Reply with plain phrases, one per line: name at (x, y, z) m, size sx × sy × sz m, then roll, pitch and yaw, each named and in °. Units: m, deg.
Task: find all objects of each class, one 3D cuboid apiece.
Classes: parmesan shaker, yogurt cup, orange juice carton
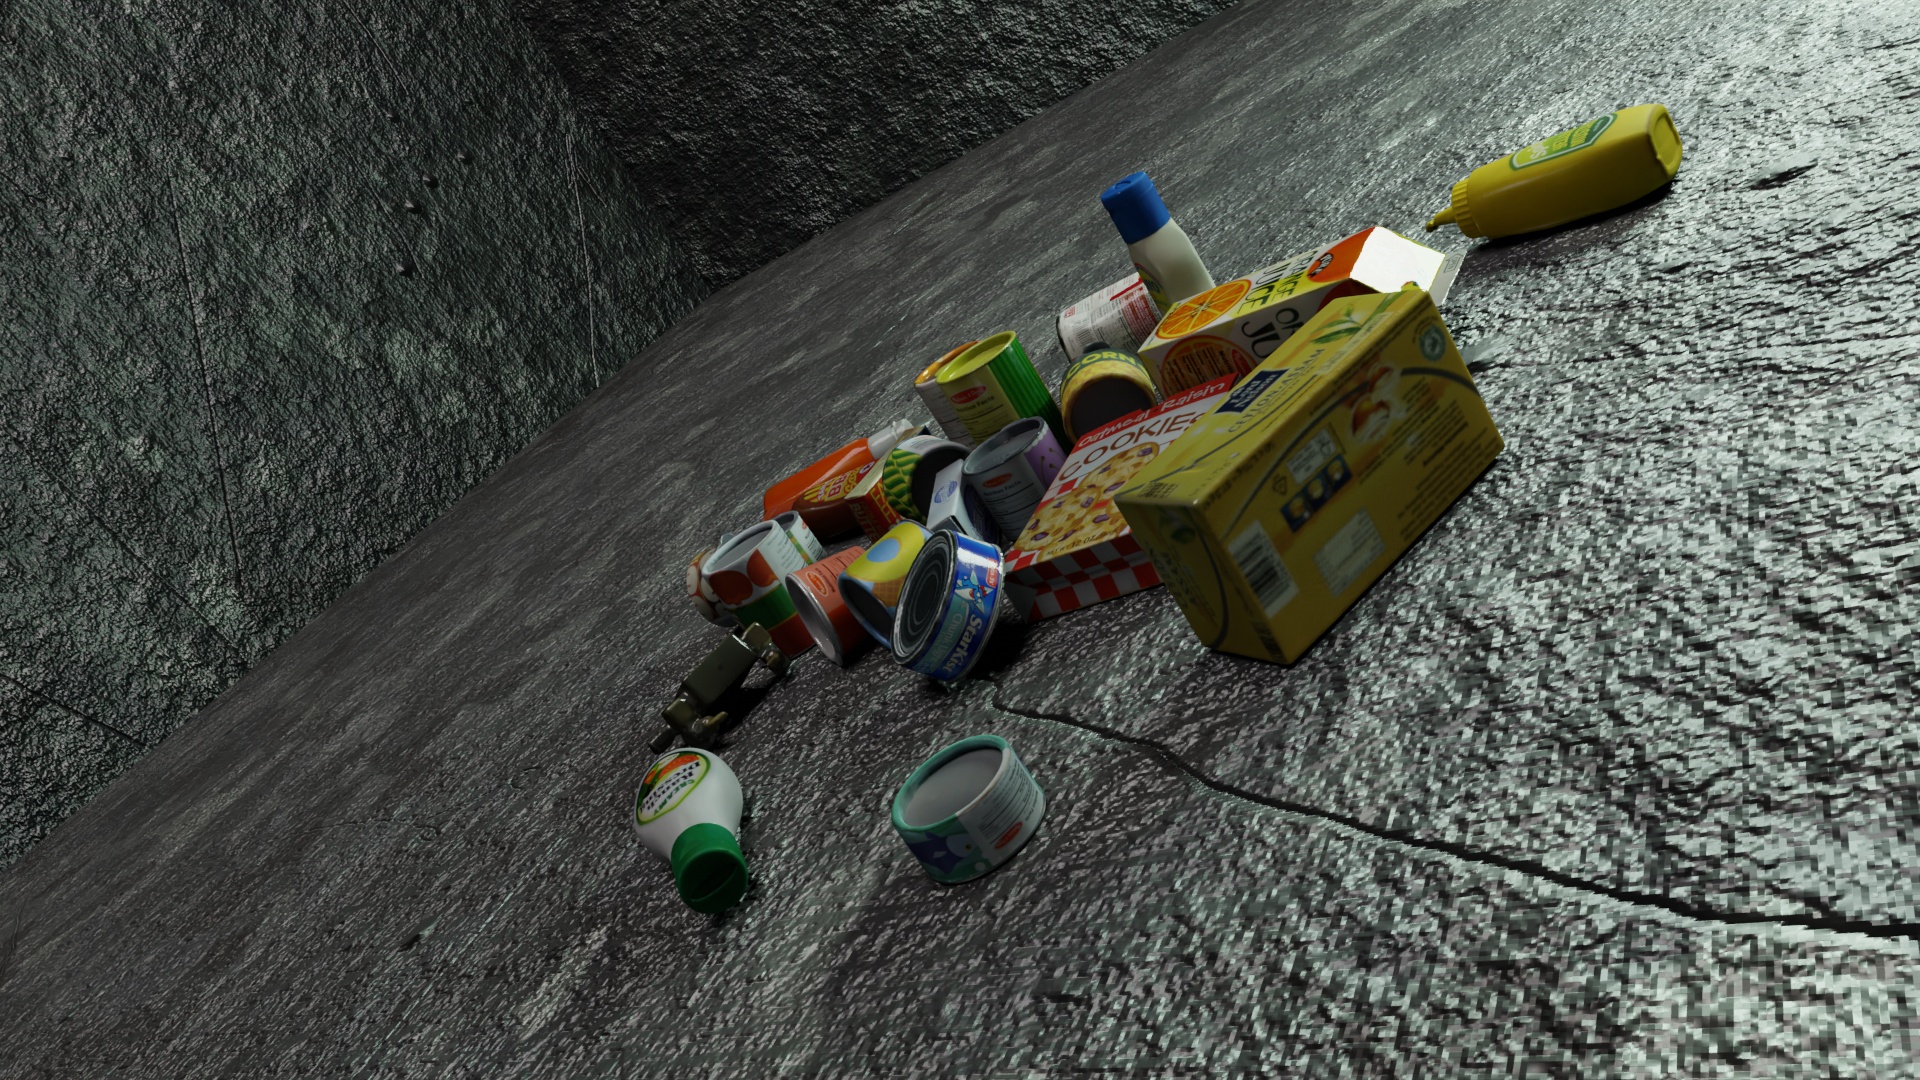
parmesan shaker at (0.035, -0.090, 1.003) m, size 0.071 × 0.103 × 0.071 m, roll -29°, pitch 19°, yaw 11°
yogurt cup at (-0.079, 0.040, 0.934) m, size 0.054 × 0.072 × 0.072 m, roll -31°, pitch 17°, yaw -17°
orange juice carton at (0.215, -0.132, 0.860) m, size 0.192 × 0.073 × 0.072 m, roll -16°, pitch 25°, yaw 41°

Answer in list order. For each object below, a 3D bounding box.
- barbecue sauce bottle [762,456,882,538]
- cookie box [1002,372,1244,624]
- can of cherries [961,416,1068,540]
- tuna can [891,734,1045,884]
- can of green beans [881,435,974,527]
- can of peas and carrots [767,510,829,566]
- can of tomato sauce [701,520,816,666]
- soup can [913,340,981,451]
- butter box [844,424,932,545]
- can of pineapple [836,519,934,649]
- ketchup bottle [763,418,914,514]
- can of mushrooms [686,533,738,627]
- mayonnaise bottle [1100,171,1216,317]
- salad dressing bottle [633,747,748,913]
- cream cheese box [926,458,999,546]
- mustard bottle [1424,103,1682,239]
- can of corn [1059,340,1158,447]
barbecue sauce bottle at (-0.104, -0.029, 1.174) m, size 0.148 × 0.043 × 0.065 m, roll -20°, pitch 24°, yaw 36°
cookie box at (0.105, -0.029, 0.834) m, size 0.122 × 0.040 × 0.168 m, roll -20°, pitch 23°, yaw 36°
can of cherries at (0.045, -0.043, 0.943) m, size 0.071 × 0.058 × 0.072 m, roll -31°, pitch 18°, yaw 12°
tuna can at (0.001, 0.123, 0.643) m, size 0.071 × 0.032 × 0.071 m, roll -29°, pitch 19°, yaw 11°
can of green beans at (-0.018, -0.043, 1.032) m, size 0.071 × 0.071 × 0.058 m, roll -38°, pitch 20°, yaw -12°
can of peas and carrots at (-0.140, 0.020, 1.086) m, size 0.071 × 0.058 × 0.071 m, roll -30°, pitch 19°, yaw 12°
can of tomato sauce at (-0.138, 0.038, 1.002) m, size 0.071 × 0.083 × 0.071 m, roll -29°, pitch 19°, yaw 11°
soup can at (0.012, -0.110, 1.120) m, size 0.071 × 0.083 × 0.071 m, roll -30°, pitch 18°, yaw 11°
butter box at (-0.047, -0.042, 1.096) m, size 0.024 × 0.053 × 0.104 m, roll -14°, pitch 28°, yaw 40°
can of pineapple at (-0.035, 0.030, 0.882) m, size 0.058 × 0.071 × 0.071 m, roll -42°, pitch 20°, yaw -22°
ketchup bottle at (-0.105, -0.059, 1.247) m, size 0.148 × 0.043 × 0.065 m, roll -28°, pitch 20°, yaw 15°
can of mushrooms at (-0.185, 0.032, 1.111) m, size 0.033 × 0.071 × 0.071 m, roll -24°, pitch 21°, yaw 32°
mayonnaise bottle at (0.151, -0.189, 0.988) m, size 0.041 × 0.147 × 0.065 m, roll -34°, pitch 18°, yaw -1°
salad dressing bottle at (-0.148, 0.161, 0.777) m, size 0.064 × 0.044 × 0.148 m, roll -38°, pitch 19°, yaw -9°
cream cheese box at (0.003, -0.012, 0.940) m, size 0.024 × 0.053 × 0.104 m, roll -31°, pitch 19°, yaw 16°
mustard bottle at (0.365, -0.224, 0.879) m, size 0.160 × 0.048 × 0.066 m, roll -13°, pitch 26°, yaw 45°
can of corn at (0.102, -0.096, 0.960) m, size 0.071 × 0.071 × 0.058 m, roll -29°, pitch 20°, yaw 13°
